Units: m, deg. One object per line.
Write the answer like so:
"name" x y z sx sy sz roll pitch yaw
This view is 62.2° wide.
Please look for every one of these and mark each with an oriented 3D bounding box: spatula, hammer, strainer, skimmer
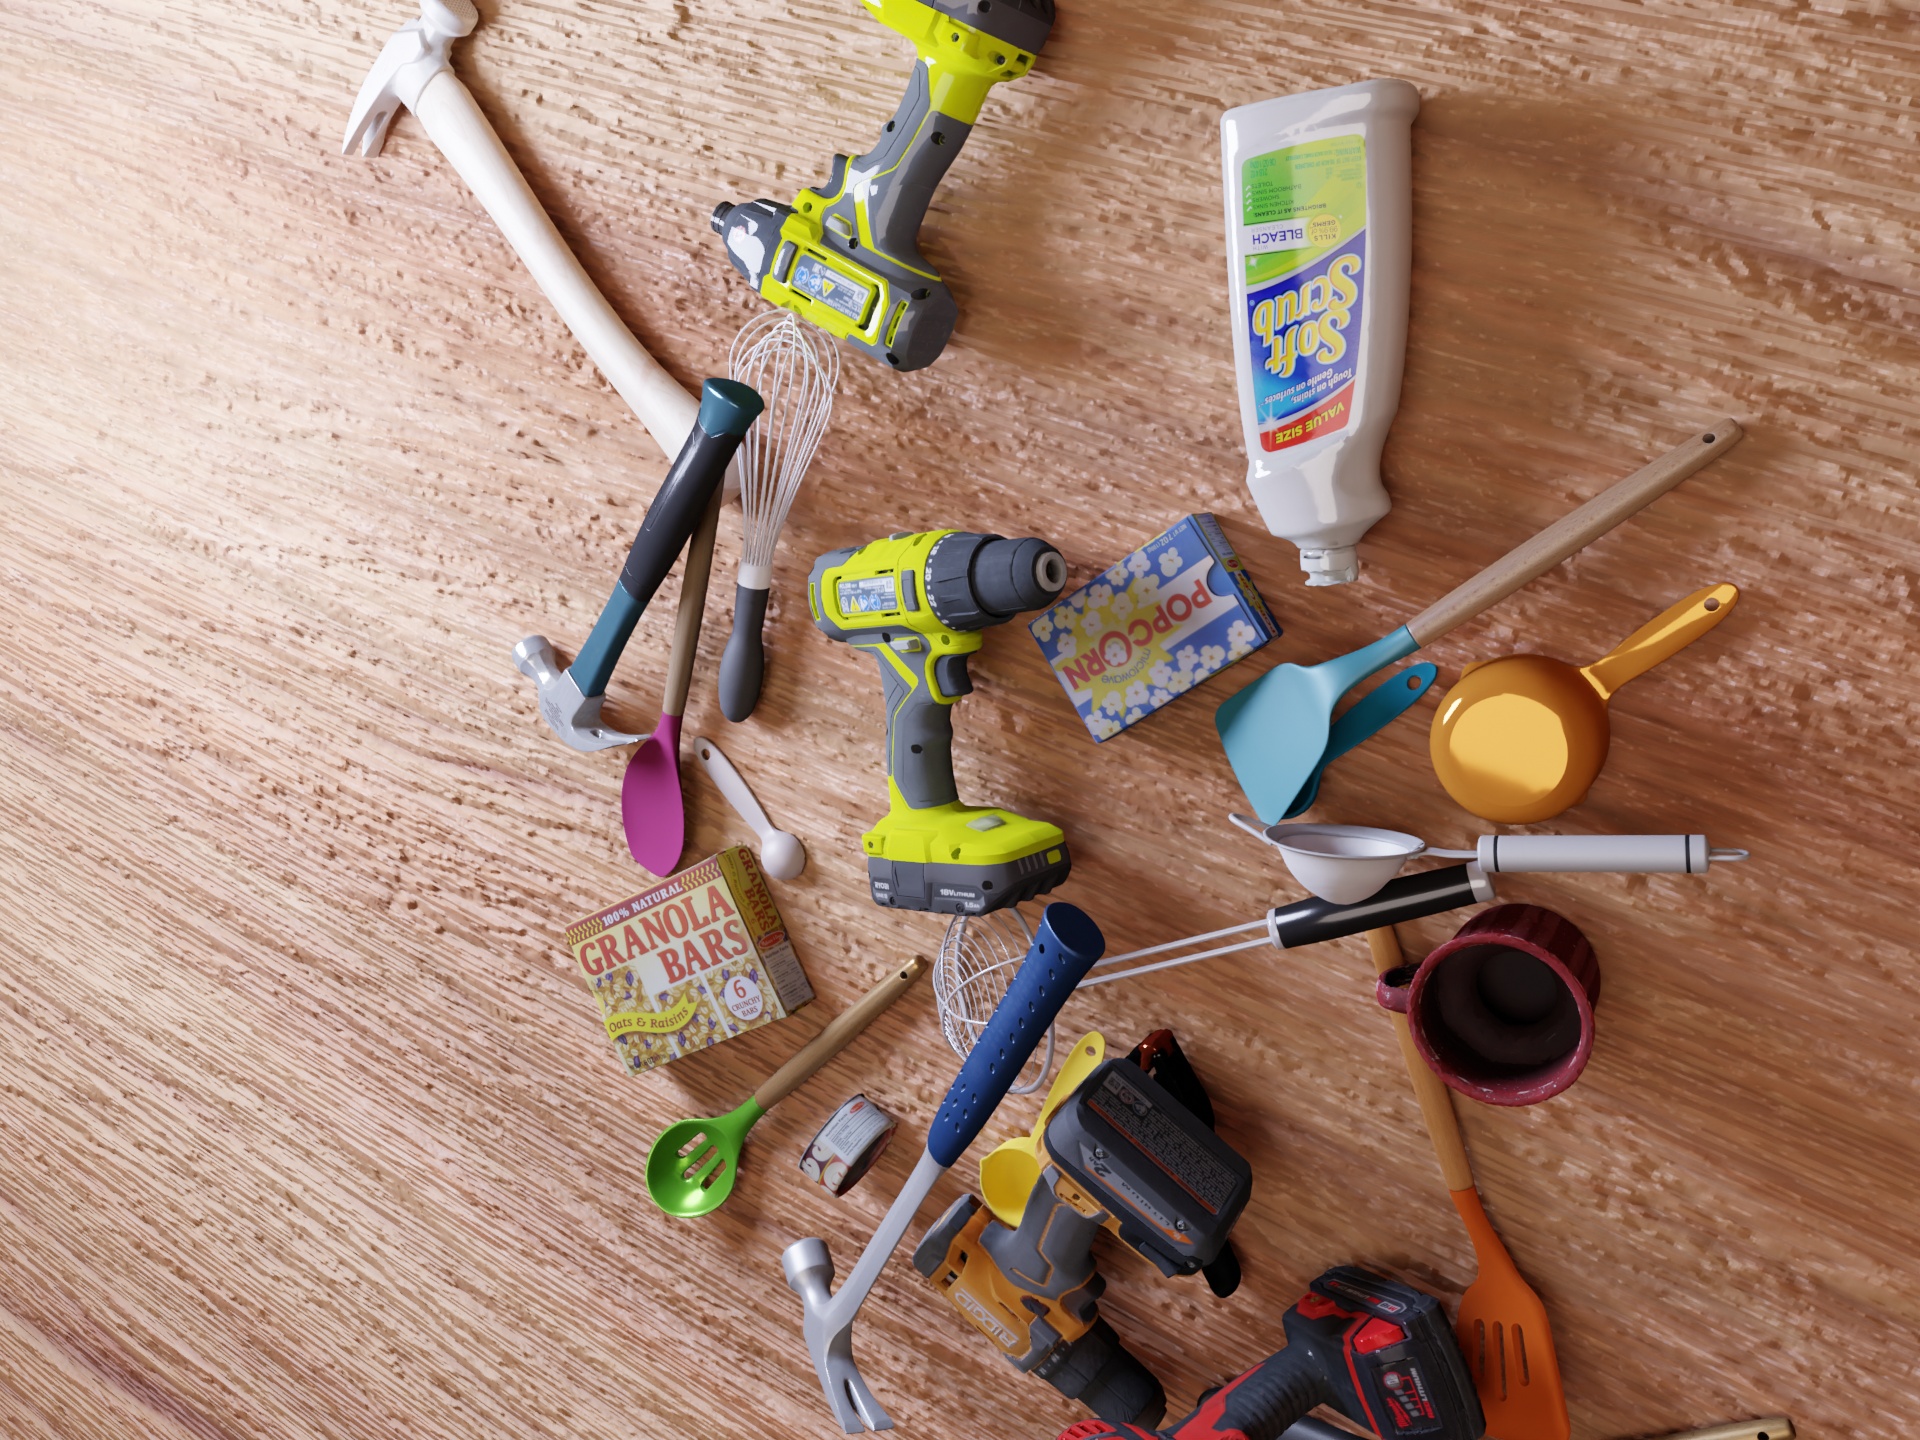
"spatula" 0.273 0.245 0.904 0.081 0.041 0.322 -18 89 53
"hammer" -0.285 -0.307 1.103 0.146 0.038 0.411 -42 80 31
"hammer" -0.014 0.273 0.968 0.405 0.035 0.144 -63 36 31
"spatula" 0.267 -0.058 0.848 0.317 0.044 0.082 -35 56 23
"strainer" 0.267 0.072 0.826 0.258 0.087 0.050 -2 95 26
"hammer" -0.213 -0.100 1.064 0.128 0.033 0.331 54 131 19
"skimmer" 0.139 0.136 0.951 0.363 0.090 0.127 -18 78 24

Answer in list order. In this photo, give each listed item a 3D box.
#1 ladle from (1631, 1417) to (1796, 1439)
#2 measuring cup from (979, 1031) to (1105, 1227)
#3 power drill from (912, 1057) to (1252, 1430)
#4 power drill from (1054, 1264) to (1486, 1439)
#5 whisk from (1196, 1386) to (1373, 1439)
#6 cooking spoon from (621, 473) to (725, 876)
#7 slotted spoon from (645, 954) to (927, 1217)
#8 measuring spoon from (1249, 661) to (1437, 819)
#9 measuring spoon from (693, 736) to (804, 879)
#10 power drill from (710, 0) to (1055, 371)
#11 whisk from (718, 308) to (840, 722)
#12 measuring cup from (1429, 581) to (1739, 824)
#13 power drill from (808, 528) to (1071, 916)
"ladle" 0.323 0.442 0.927 0.315 0.031 0.069 -27 77 29
"measuring cup" 0.063 0.262 1.034 0.062 0.029 0.156 32 112 20
"power drill" 0.087 0.332 0.970 0.185 0.084 0.226 40 128 10
"power drill" 0.171 0.394 0.862 0.080 0.226 0.188 69 162 0
"whisk" 0.261 0.438 0.922 0.296 0.073 0.073 -1 100 43
"cooking spoon" -0.195 -0.029 1.104 0.069 0.017 0.318 31 121 29
"slotted spoon" -0.125 0.260 1.139 0.313 0.031 0.070 -45 78 27
"measuring spoon" 0.220 0.012 0.901 0.128 0.021 0.042 -41 55 21
"measuring spoon" -0.154 0.061 1.117 0.034 0.018 0.124 -44 77 29
"power drill" -0.052 -0.342 0.937 0.171 0.080 0.223 33 114 19
"whisk" -0.132 -0.127 1.045 0.070 0.070 0.284 22 115 23
"measuring cup" 0.320 -0.013 0.817 0.173 0.052 0.095 -42 79 31
"power drill" -0.002 -0.003 0.965 0.191 0.080 0.228 -1 100 46
